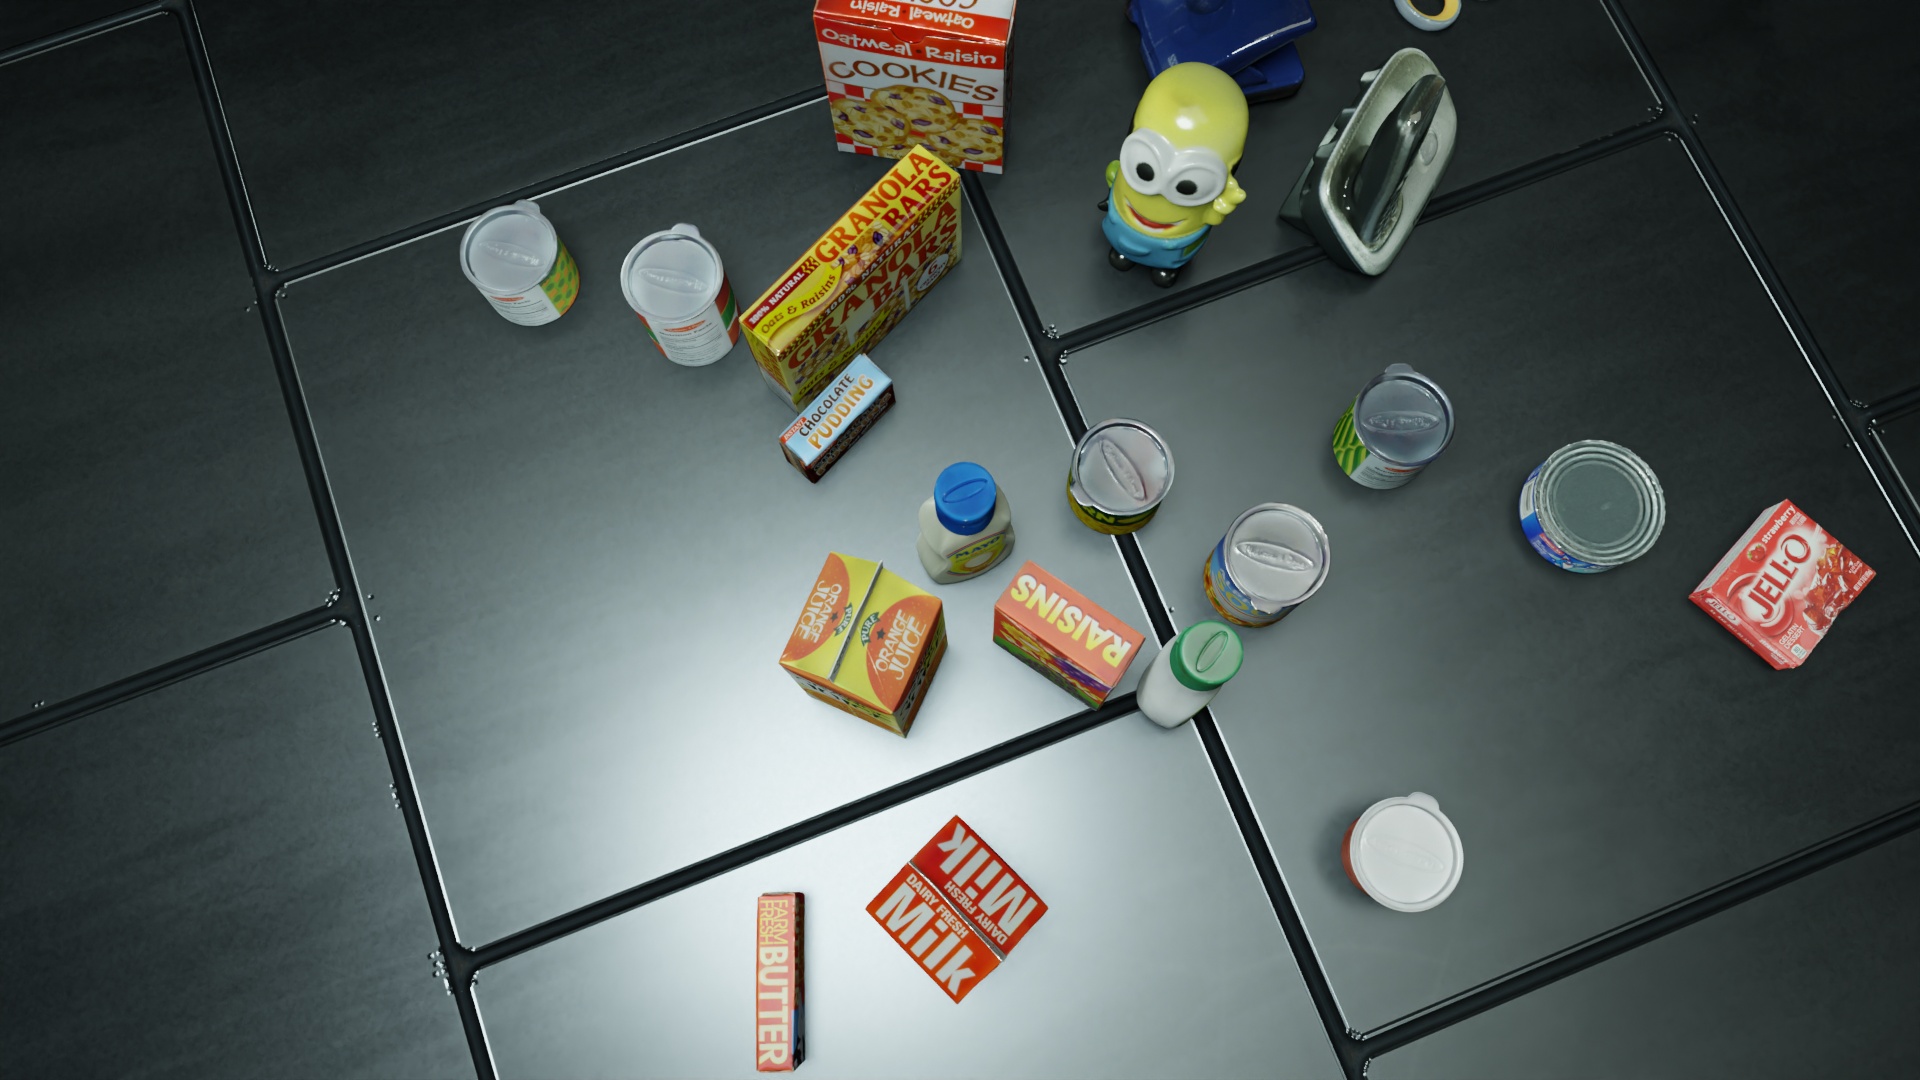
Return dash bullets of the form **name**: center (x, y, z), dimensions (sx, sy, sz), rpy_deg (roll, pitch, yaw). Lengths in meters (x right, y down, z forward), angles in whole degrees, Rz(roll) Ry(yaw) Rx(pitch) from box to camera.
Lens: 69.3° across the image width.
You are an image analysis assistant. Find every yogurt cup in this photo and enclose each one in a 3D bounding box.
- **yogurt cup**: center (0.270, 0.195, 0.863), dimensions (0.072, 0.054, 0.072), rpy_deg (0, 76, 0)

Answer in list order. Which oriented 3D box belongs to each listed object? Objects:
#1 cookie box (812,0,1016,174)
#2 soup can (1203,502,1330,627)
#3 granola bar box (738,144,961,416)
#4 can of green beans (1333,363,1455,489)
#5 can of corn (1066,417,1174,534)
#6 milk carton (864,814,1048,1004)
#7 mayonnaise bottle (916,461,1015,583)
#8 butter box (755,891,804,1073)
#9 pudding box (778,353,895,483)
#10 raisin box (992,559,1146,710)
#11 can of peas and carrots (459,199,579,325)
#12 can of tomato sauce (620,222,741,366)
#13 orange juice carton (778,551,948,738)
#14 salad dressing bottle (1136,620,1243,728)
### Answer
- **cookie box**: center (-0.027, -0.310, 0.935), dimensions (0.123, 0.167, 0.040), rpy_deg (9, 77, 3)
- **soup can**: center (0.194, 0.020, 0.893), dimensions (0.071, 0.083, 0.071), rpy_deg (0, 76, 0)
- **granola bar box**: center (-0.069, -0.169, 0.922), dimensions (0.039, 0.124, 0.166), rpy_deg (42, 80, 10)
- **can of green beans**: center (0.288, -0.073, 0.929), dimensions (0.071, 0.057, 0.071), rpy_deg (0, 76, 0)
- **can of corn**: center (0.103, -0.040, 0.922), dimensions (0.071, 0.058, 0.071), rpy_deg (0, 76, 0)
- **milk carton**: center (-0.002, 0.208, 0.791), dimensions (0.072, 0.190, 0.073), rpy_deg (44, 81, 10)
- **mayonnaise bottle**: center (0.003, -0.011, 0.869), dimensions (0.065, 0.147, 0.041), rpy_deg (-24, 77, -5)
- **butter box**: center (-0.109, 0.267, 0.848), dimensions (0.024, 0.053, 0.103), rpy_deg (-2, 76, 0)
- **pudding box**: center (-0.083, -0.082, 0.938), dimensions (0.030, 0.049, 0.084), rpy_deg (42, 80, 10)
- **raisin box**: center (0.064, 0.061, 0.863), dimensions (0.086, 0.123, 0.040), rpy_deg (35, 79, 8)
- **can of peas and carrots**: center (-0.303, -0.192, 0.963), dimensions (0.071, 0.058, 0.071), rpy_deg (0, 76, 0)
- **can of tomato sauce**: center (-0.187, -0.165, 0.942), dimensions (0.071, 0.083, 0.071), rpy_deg (0, 76, 0)
- **orange juice carton**: center (-0.055, 0.063, 0.827), dimensions (0.073, 0.192, 0.072), rpy_deg (23, 78, 6)
- **salad dressing bottle**: center (0.140, 0.079, 0.845), dimensions (0.044, 0.147, 0.064), rpy_deg (36, 79, 9)
